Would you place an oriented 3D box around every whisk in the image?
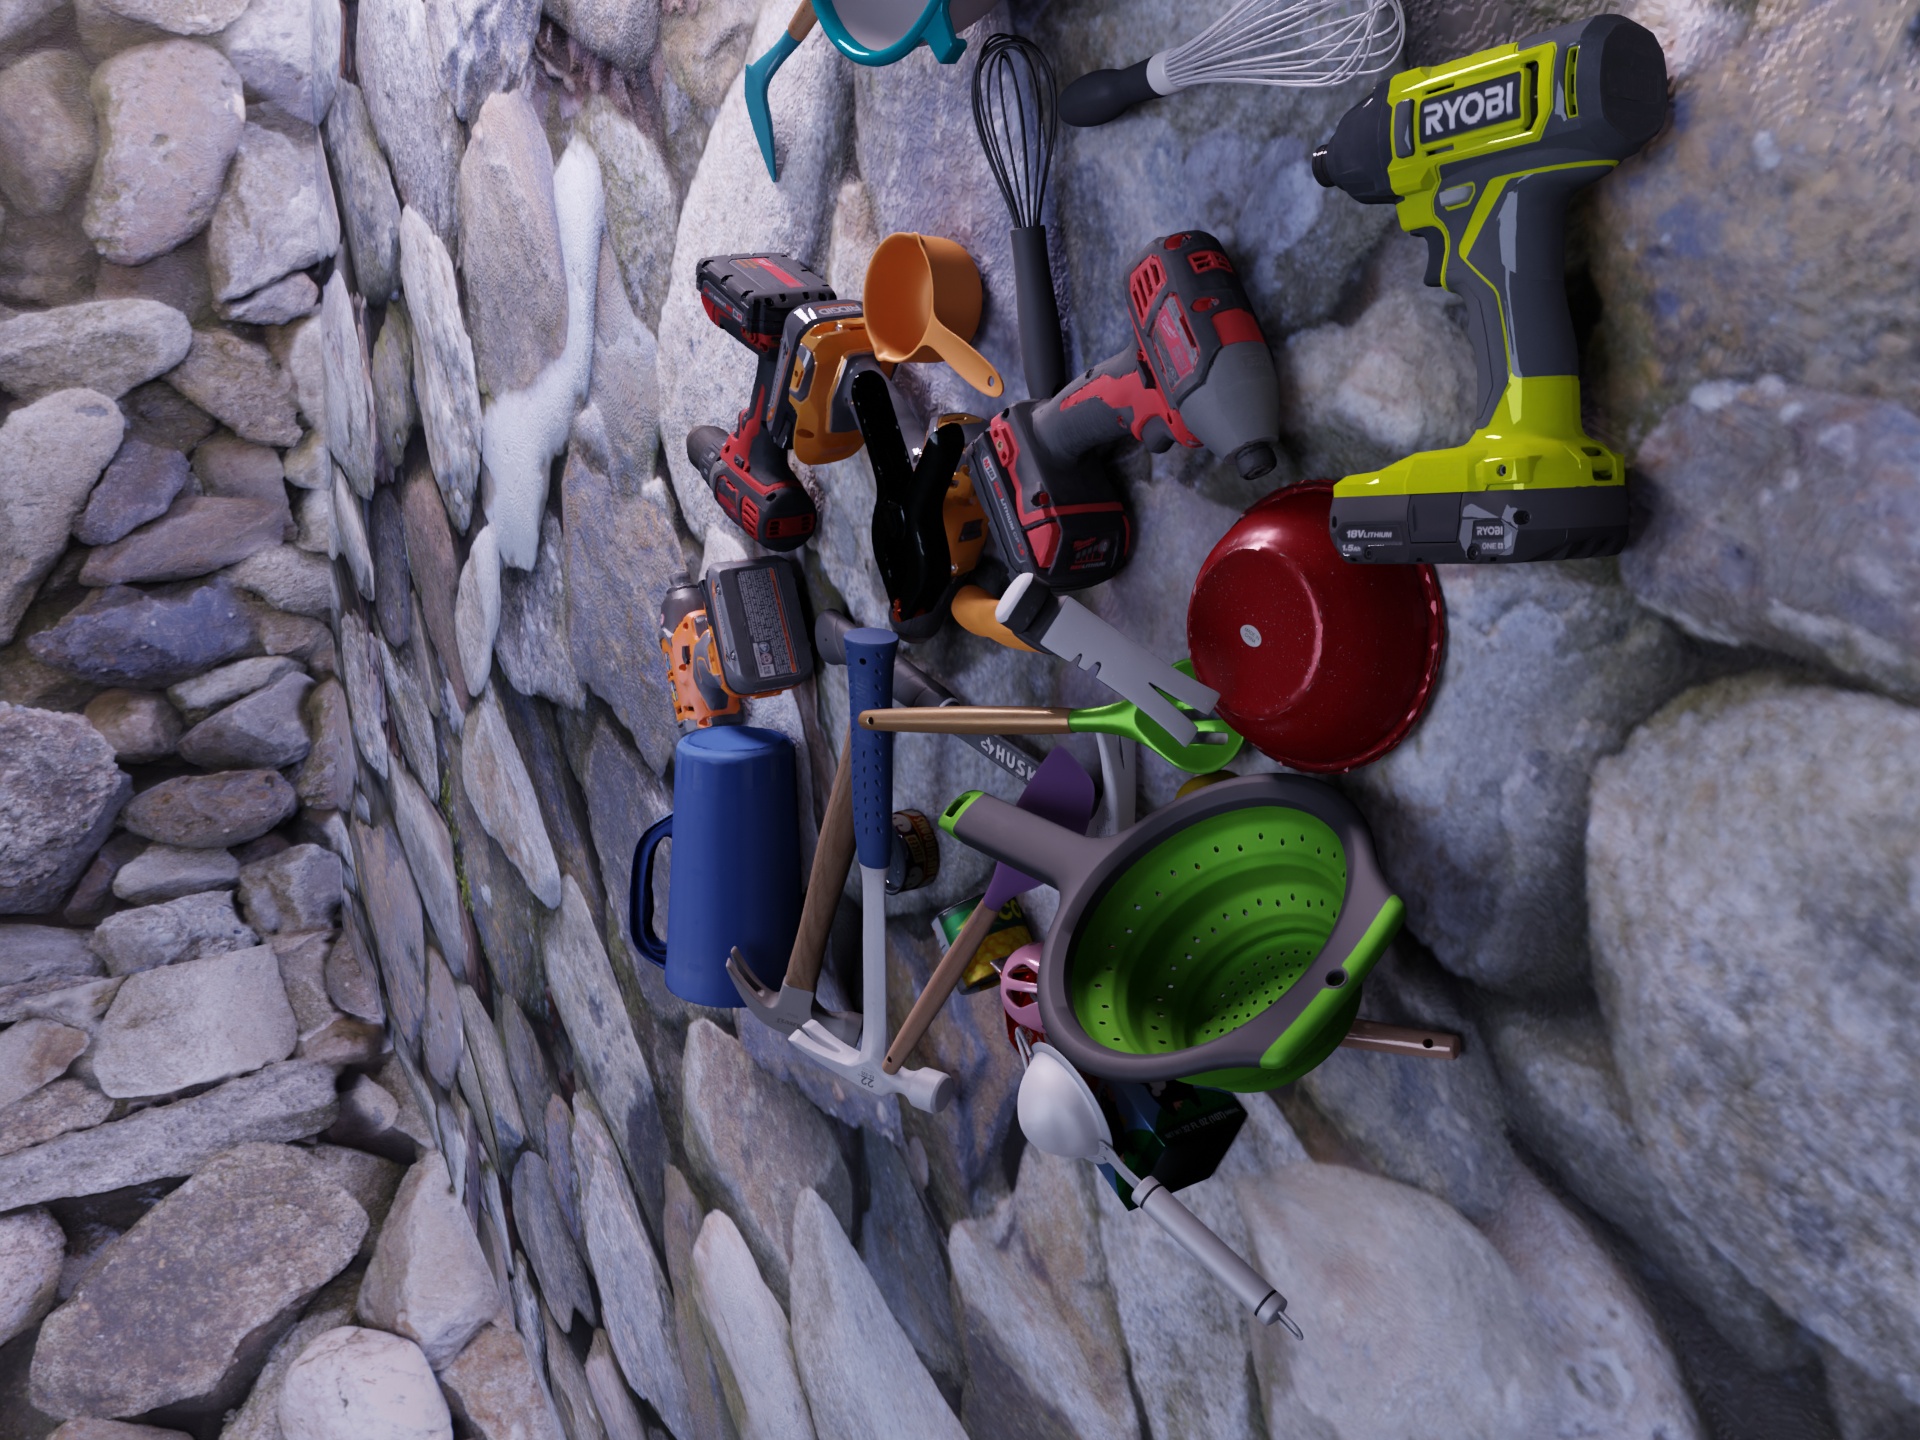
[{"bbox_3d":[0.044,-0.312,1.014,0.055,0.055,0.239,14,115,56],"label":"whisk"},{"bbox_3d":[0.131,-0.354,0.853,0.285,0.070,0.070,15,112,60],"label":"whisk"}]

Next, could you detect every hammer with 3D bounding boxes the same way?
[{"bbox_3d":[0.050,-0.052,0.981,0.034,0.127,0.337,-58,13,1],"label":"hammer"},{"bbox_3d":[-0.115,0.132,1.360,0.031,0.130,0.331,-80,5,-65],"label":"hammer"},{"bbox_3d":[-0.074,0.121,1.254,0.144,0.035,0.405,13,117,26],"label":"hammer"},{"bbox_3d":[-0.002,-0.004,1.186,0.409,0.036,0.149,35,126,48],"label":"hammer"}]

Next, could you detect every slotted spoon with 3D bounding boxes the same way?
[{"bbox_3d":[0.053,-0.002,1.028,0.314,0.031,0.070,0,94,39],"label":"slotted spoon"}]

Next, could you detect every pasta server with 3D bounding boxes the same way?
[{"bbox_3d":[0.145,0.173,0.947,0.316,0.040,0.060,1,82,39],"label":"pasta server"}]

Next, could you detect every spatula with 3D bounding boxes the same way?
[{"bbox_3d":[-0.104,-0.536,1.197,0.317,0.044,0.082,-36,69,51],"label":"spatula"},{"bbox_3d":[0.013,0.147,1.114,0.060,0.018,0.315,51,128,30],"label":"spatula"}]

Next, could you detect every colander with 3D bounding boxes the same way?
[{"bbox_3d":[0.110,0.118,0.935,0.094,0.204,0.397,50,165,-28],"label":"colander"}]

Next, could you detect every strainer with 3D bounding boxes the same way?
[{"bbox_3d":[-0.046,-0.541,1.038,0.341,0.095,0.211,37,127,50],"label":"strainer"},{"bbox_3d":[0.106,0.282,0.966,0.259,0.050,0.086,38,146,32],"label":"strainer"}]

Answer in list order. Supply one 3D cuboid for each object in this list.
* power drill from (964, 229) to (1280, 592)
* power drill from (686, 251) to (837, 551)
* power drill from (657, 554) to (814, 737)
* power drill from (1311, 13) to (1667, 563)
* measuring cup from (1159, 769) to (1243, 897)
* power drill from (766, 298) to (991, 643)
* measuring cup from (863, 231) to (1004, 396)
[{"bbox_3d":[0.101,-0.168,0.940,0.219,0.078,0.143,-39,67,52],"label":"power drill"},{"bbox_3d":[-0.180,-0.276,1.349,0.188,0.080,0.226,44,137,43],"label":"power drill"},{"bbox_3d":[-0.220,-0.081,1.466,0.226,0.084,0.164,-23,79,61],"label":"power drill"},{"bbox_3d":[0.231,-0.185,0.729,0.171,0.080,0.223,8,102,56],"label":"power drill"},{"bbox_3d":[0.138,0.095,0.997,0.062,0.029,0.156,55,138,33],"label":"measuring cup"},{"bbox_3d":[-0.058,-0.183,1.182,0.226,0.084,0.185,50,140,31],"label":"power drill"},{"bbox_3d":[-0.002,-0.267,1.087,0.174,0.052,0.095,50,132,35],"label":"measuring cup"}]
